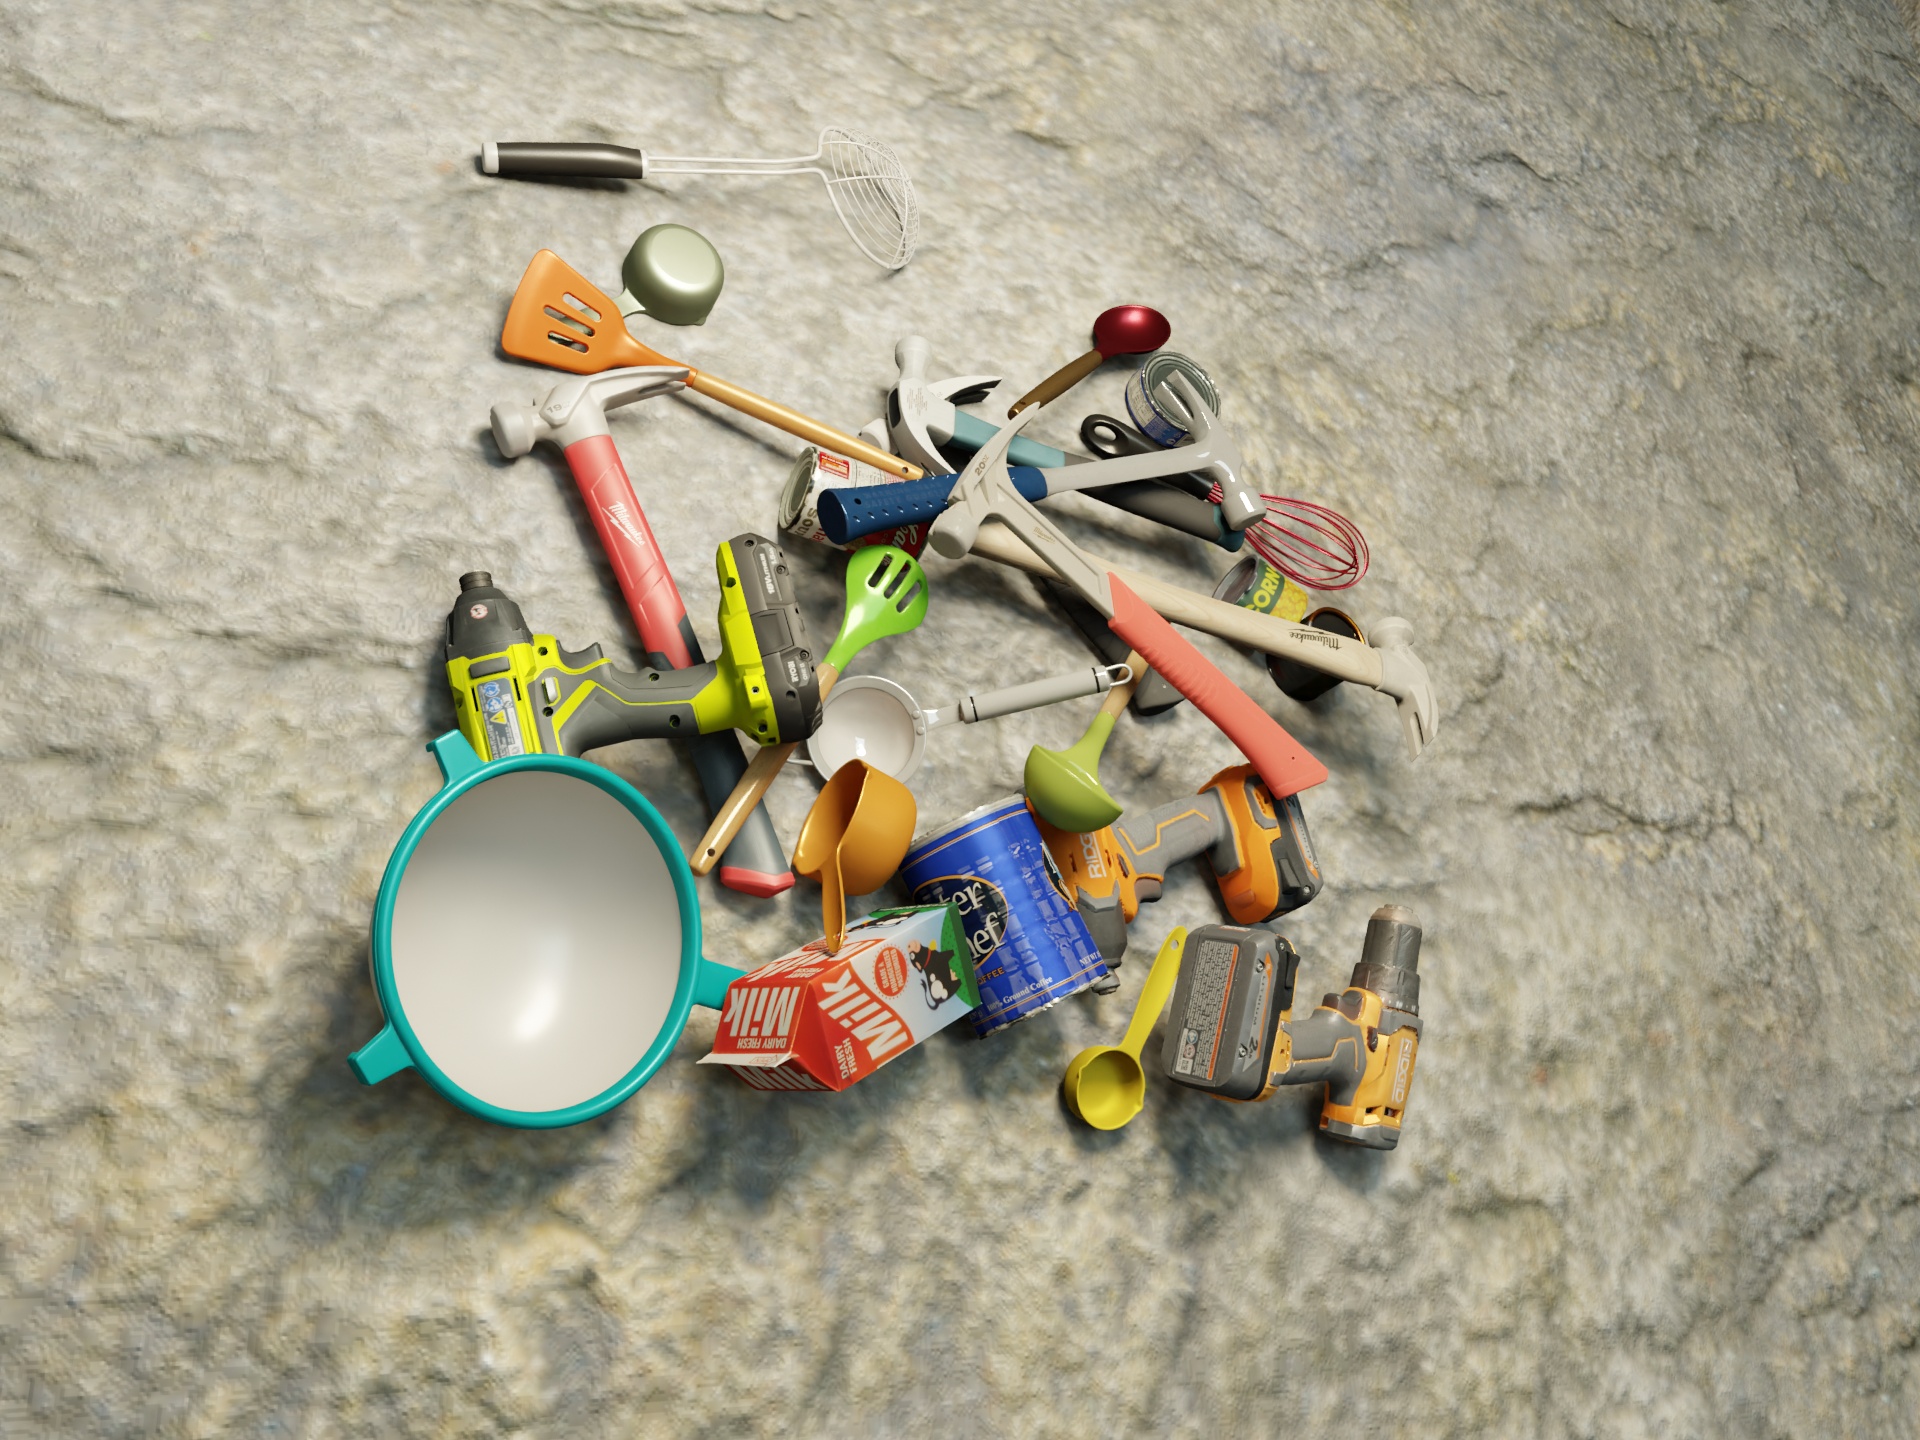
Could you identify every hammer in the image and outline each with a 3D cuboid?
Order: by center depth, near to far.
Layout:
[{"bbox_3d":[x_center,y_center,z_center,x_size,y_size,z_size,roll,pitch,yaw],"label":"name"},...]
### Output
[{"bbox_3d":[-0.187,-0.064,1.097,0.143,0.038,0.386,-21,80,-22],"label":"hammer"},{"bbox_3d":[0.142,-0.072,1.186,0.359,0.036,0.149,41,56,-12],"label":"hammer"},{"bbox_3d":[0.066,-0.190,1.233,0.405,0.035,0.144,-15,73,-35],"label":"hammer"},{"bbox_3d":[0.192,-0.080,1.262,0.410,0.038,0.146,17,41,-14],"label":"hammer"},{"bbox_3d":[0.069,-0.139,1.300,0.335,0.035,0.146,50,53,-1],"label":"hammer"},{"bbox_3d":[0.092,-0.205,1.302,0.330,0.033,0.128,16,61,-23],"label":"hammer"}]

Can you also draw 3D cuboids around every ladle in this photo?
[{"bbox_3d":[0.125,-0.022,1.202,0.078,0.062,0.320,37,42,-2],"label":"ladle"},{"bbox_3d":[0.107,-0.303,1.356,0.069,0.031,0.315,22,34,16],"label":"ladle"}]

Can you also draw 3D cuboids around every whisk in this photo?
[{"bbox_3d":[0.237,-0.197,1.415,0.295,0.073,0.073,26,56,-11],"label":"whisk"}]

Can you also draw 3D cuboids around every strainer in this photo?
[{"bbox_3d":[-0.218,0.150,0.969,0.340,0.095,0.211,26,62,-42],"label":"strainer"},{"bbox_3d":[-0.002,-0.004,1.139,0.258,0.050,0.087,-13,85,-2],"label":"strainer"}]

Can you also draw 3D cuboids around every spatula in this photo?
[{"bbox_3d":[-0.175,-0.245,1.184,0.322,0.041,0.081,22,88,-12],"label":"spatula"}]

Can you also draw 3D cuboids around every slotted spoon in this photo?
[{"bbox_3d":[-0.100,-0.015,1.090,0.070,0.031,0.314,40,54,-13],"label":"slotted spoon"}]

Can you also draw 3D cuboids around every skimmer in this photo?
[{"bbox_3d":[-0.200,-0.428,1.285,0.363,0.090,0.127,-6,73,-22],"label":"skimmer"}]

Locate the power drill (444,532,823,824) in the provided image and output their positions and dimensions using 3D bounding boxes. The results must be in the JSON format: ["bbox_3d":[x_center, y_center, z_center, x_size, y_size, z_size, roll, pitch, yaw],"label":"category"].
[{"bbox_3d":[-0.212,-0.037,1.021,0.223,0.080,0.171,-14,75,-9],"label":"power drill"}]

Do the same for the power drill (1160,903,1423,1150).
[{"bbox_3d":[0.262,0.209,1.175,0.226,0.084,0.185,22,76,-36],"label":"power drill"}]

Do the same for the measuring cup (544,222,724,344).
[{"bbox_3d":[-0.246,-0.325,1.200,0.083,0.038,0.167,50,51,-1],"label":"measuring cup"}]

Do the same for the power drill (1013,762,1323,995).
[{"bbox_3d":[0.158,0.115,1.204,0.226,0.084,0.164,-4,70,-27],"label":"power drill"}]

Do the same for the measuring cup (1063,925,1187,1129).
[{"bbox_3d":[0.121,0.216,1.136,0.062,0.029,0.156,35,71,-23],"label":"measuring cup"}]

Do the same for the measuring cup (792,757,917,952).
[{"bbox_3d":[-0.065,0.100,1.048,0.052,0.095,0.174,28,28,-23],"label":"measuring cup"}]
